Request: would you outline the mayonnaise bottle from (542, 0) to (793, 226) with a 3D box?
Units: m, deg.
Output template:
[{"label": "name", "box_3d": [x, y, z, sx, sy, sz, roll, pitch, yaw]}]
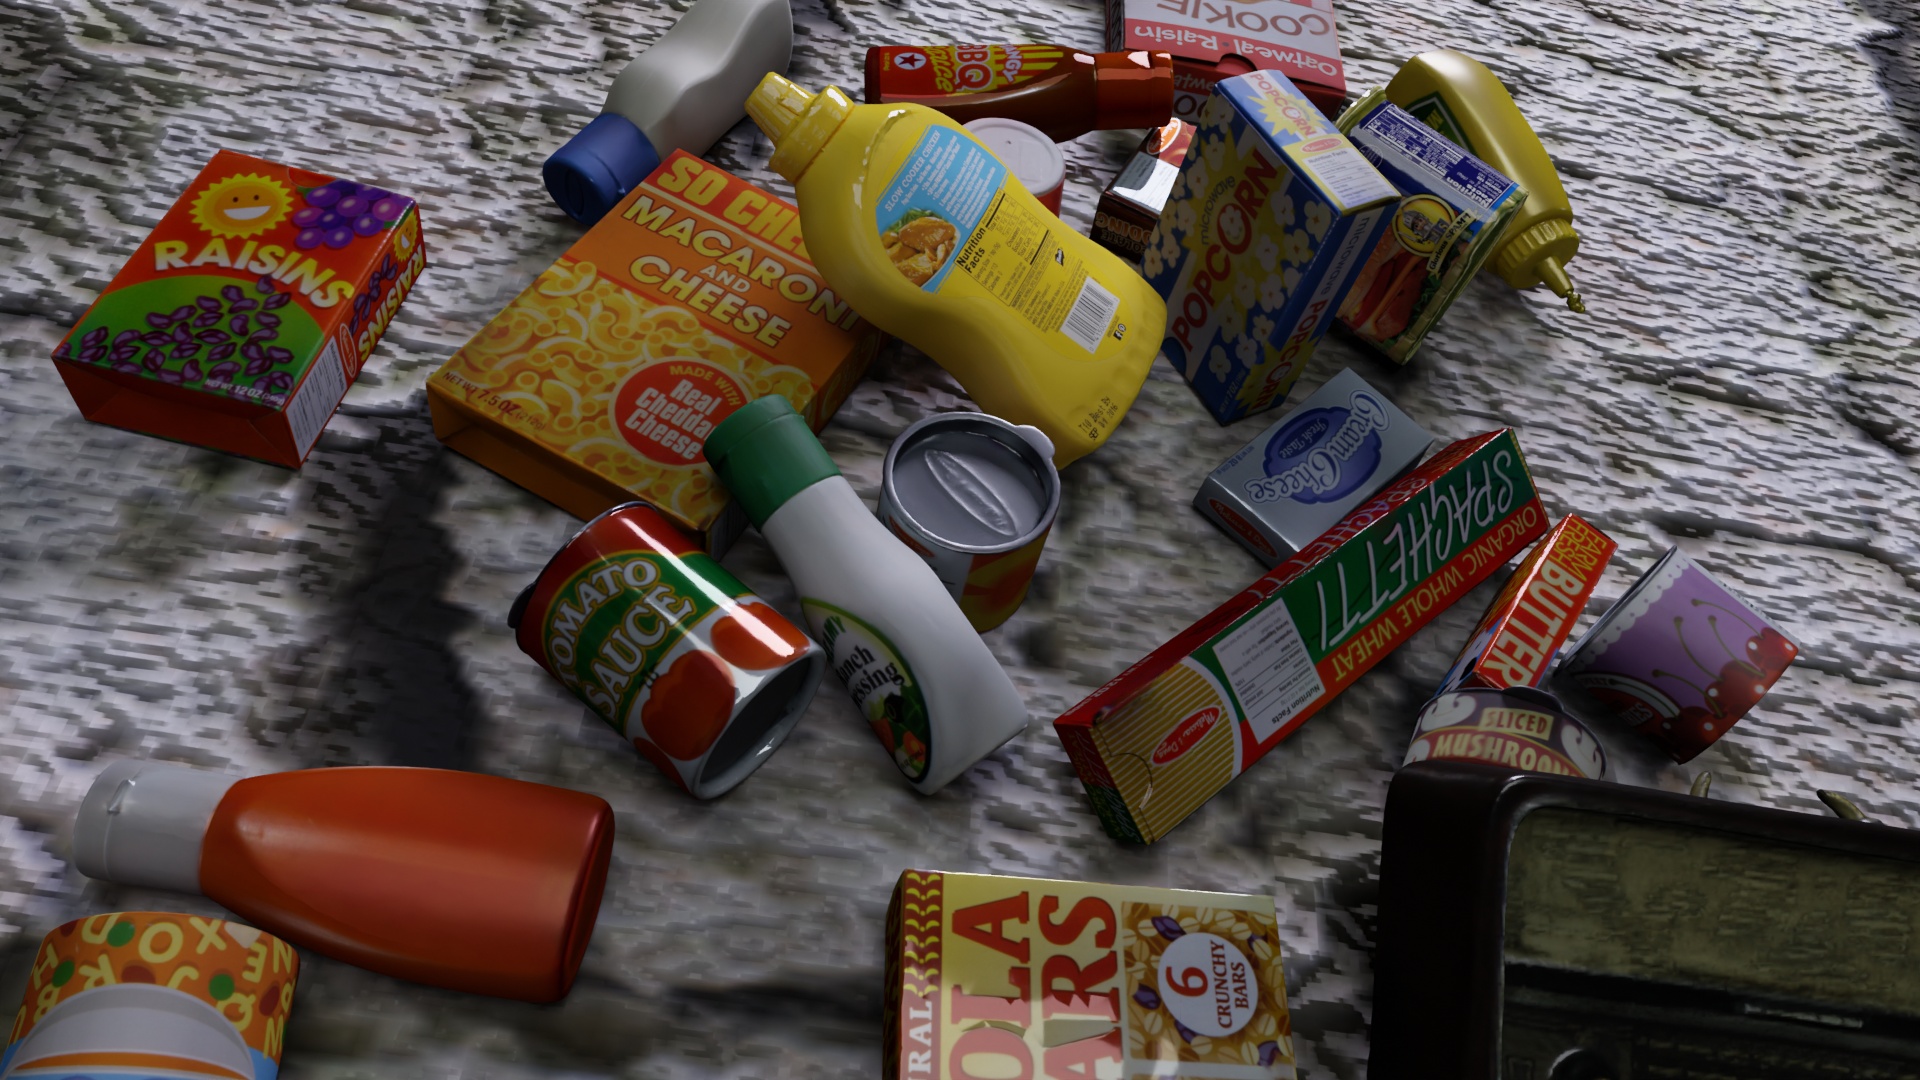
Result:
[{"label": "mayonnaise bottle", "box_3d": [-0.133, -0.203, 0.644, 0.041, 0.064, 0.149, 29, 58, 9]}]

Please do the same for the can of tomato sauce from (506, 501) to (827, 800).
[{"label": "can of tomato sauce", "box_3d": [-0.098, 0.037, 0.470, 0.083, 0.070, 0.071, 37, 56, 15]}]

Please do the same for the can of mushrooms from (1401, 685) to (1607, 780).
[{"label": "can of mushrooms", "box_3d": [0.193, 0.084, 0.496, 0.071, 0.070, 0.034, 27, 55, 8]}]

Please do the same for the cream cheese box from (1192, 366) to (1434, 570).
[{"label": "cream cheese box", "box_3d": [0.154, -0.030, 0.599, 0.104, 0.024, 0.053, -36, 69, -31]}]

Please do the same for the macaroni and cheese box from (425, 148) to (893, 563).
[{"label": "macaroni and cheese box", "box_3d": [-0.112, -0.078, 0.569, 0.124, 0.040, 0.167, 28, 54, 7]}]

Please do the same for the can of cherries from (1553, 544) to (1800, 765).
[{"label": "can of cherries", "box_3d": [0.280, 0.047, 0.546, 0.072, 0.071, 0.058, -36, 69, -31]}]

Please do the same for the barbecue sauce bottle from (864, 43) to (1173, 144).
[{"label": "barbecue sauce bottle", "box_3d": [0.028, -0.218, 0.681, 0.149, 0.043, 0.065, -2, 47, 0]}]

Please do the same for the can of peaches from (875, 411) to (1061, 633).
[{"label": "can of peaches", "box_3d": [0.002, -0.007, 0.530, 0.071, 0.057, 0.071, 6, 53, -7]}]

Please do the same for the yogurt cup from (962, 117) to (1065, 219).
[{"label": "yogurt cup", "box_3d": [0.017, -0.158, 0.646, 0.072, 0.053, 0.073, 6, 54, -8]}]

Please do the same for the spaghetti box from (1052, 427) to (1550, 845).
[{"label": "spaghetti box", "box_3d": [0.142, 0.029, 0.538, 0.251, 0.028, 0.050, -30, 99, -29]}]

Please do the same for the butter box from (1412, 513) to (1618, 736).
[{"label": "butter box", "box_3d": [0.218, 0.038, 0.545, 0.024, 0.052, 0.104, 37, 56, 13]}]

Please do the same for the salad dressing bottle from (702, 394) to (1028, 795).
[{"label": "salad dressing bottle", "box_3d": [-0.036, 0.017, 0.489, 0.044, 0.064, 0.148, -31, 80, -29]}]

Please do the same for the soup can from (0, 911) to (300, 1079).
[{"label": "soup can", "box_3d": [-0.217, 0.148, 0.364, 0.071, 0.071, 0.084, 2, 54, -10]}]

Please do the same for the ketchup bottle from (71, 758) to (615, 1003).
[{"label": "ketchup bottle", "box_3d": [-0.186, 0.097, 0.424, 0.149, 0.043, 0.065, 11, 52, -3]}]

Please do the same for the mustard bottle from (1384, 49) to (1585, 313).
[{"label": "mustard bottle", "box_3d": [0.271, -0.179, 0.709, 0.049, 0.065, 0.161, -12, 61, -24]}]

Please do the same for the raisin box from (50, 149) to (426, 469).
[{"label": "raisin box", "box_3d": [-0.278, -0.094, 0.548, 0.086, 0.039, 0.124, 13, 52, -1]}]

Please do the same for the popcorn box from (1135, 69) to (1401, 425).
[{"label": "popcorn box", "box_3d": [0.125, -0.124, 0.599, 0.038, 0.126, 0.085, -19, 61, -27]}]

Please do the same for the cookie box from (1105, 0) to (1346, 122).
[{"label": "cookie box", "box_3d": [0.145, -0.300, 0.784, 0.123, 0.040, 0.168, 9, 53, -6]}]

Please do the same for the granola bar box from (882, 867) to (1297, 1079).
[{"label": "granola bar box", "box_3d": [0.038, 0.186, 0.409, 0.124, 0.038, 0.166, 6, 54, -8]}]

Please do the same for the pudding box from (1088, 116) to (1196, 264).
[{"label": "pudding box", "box_3d": [0.104, -0.172, 0.689, 0.050, 0.030, 0.084, 27, 54, 10]}]
